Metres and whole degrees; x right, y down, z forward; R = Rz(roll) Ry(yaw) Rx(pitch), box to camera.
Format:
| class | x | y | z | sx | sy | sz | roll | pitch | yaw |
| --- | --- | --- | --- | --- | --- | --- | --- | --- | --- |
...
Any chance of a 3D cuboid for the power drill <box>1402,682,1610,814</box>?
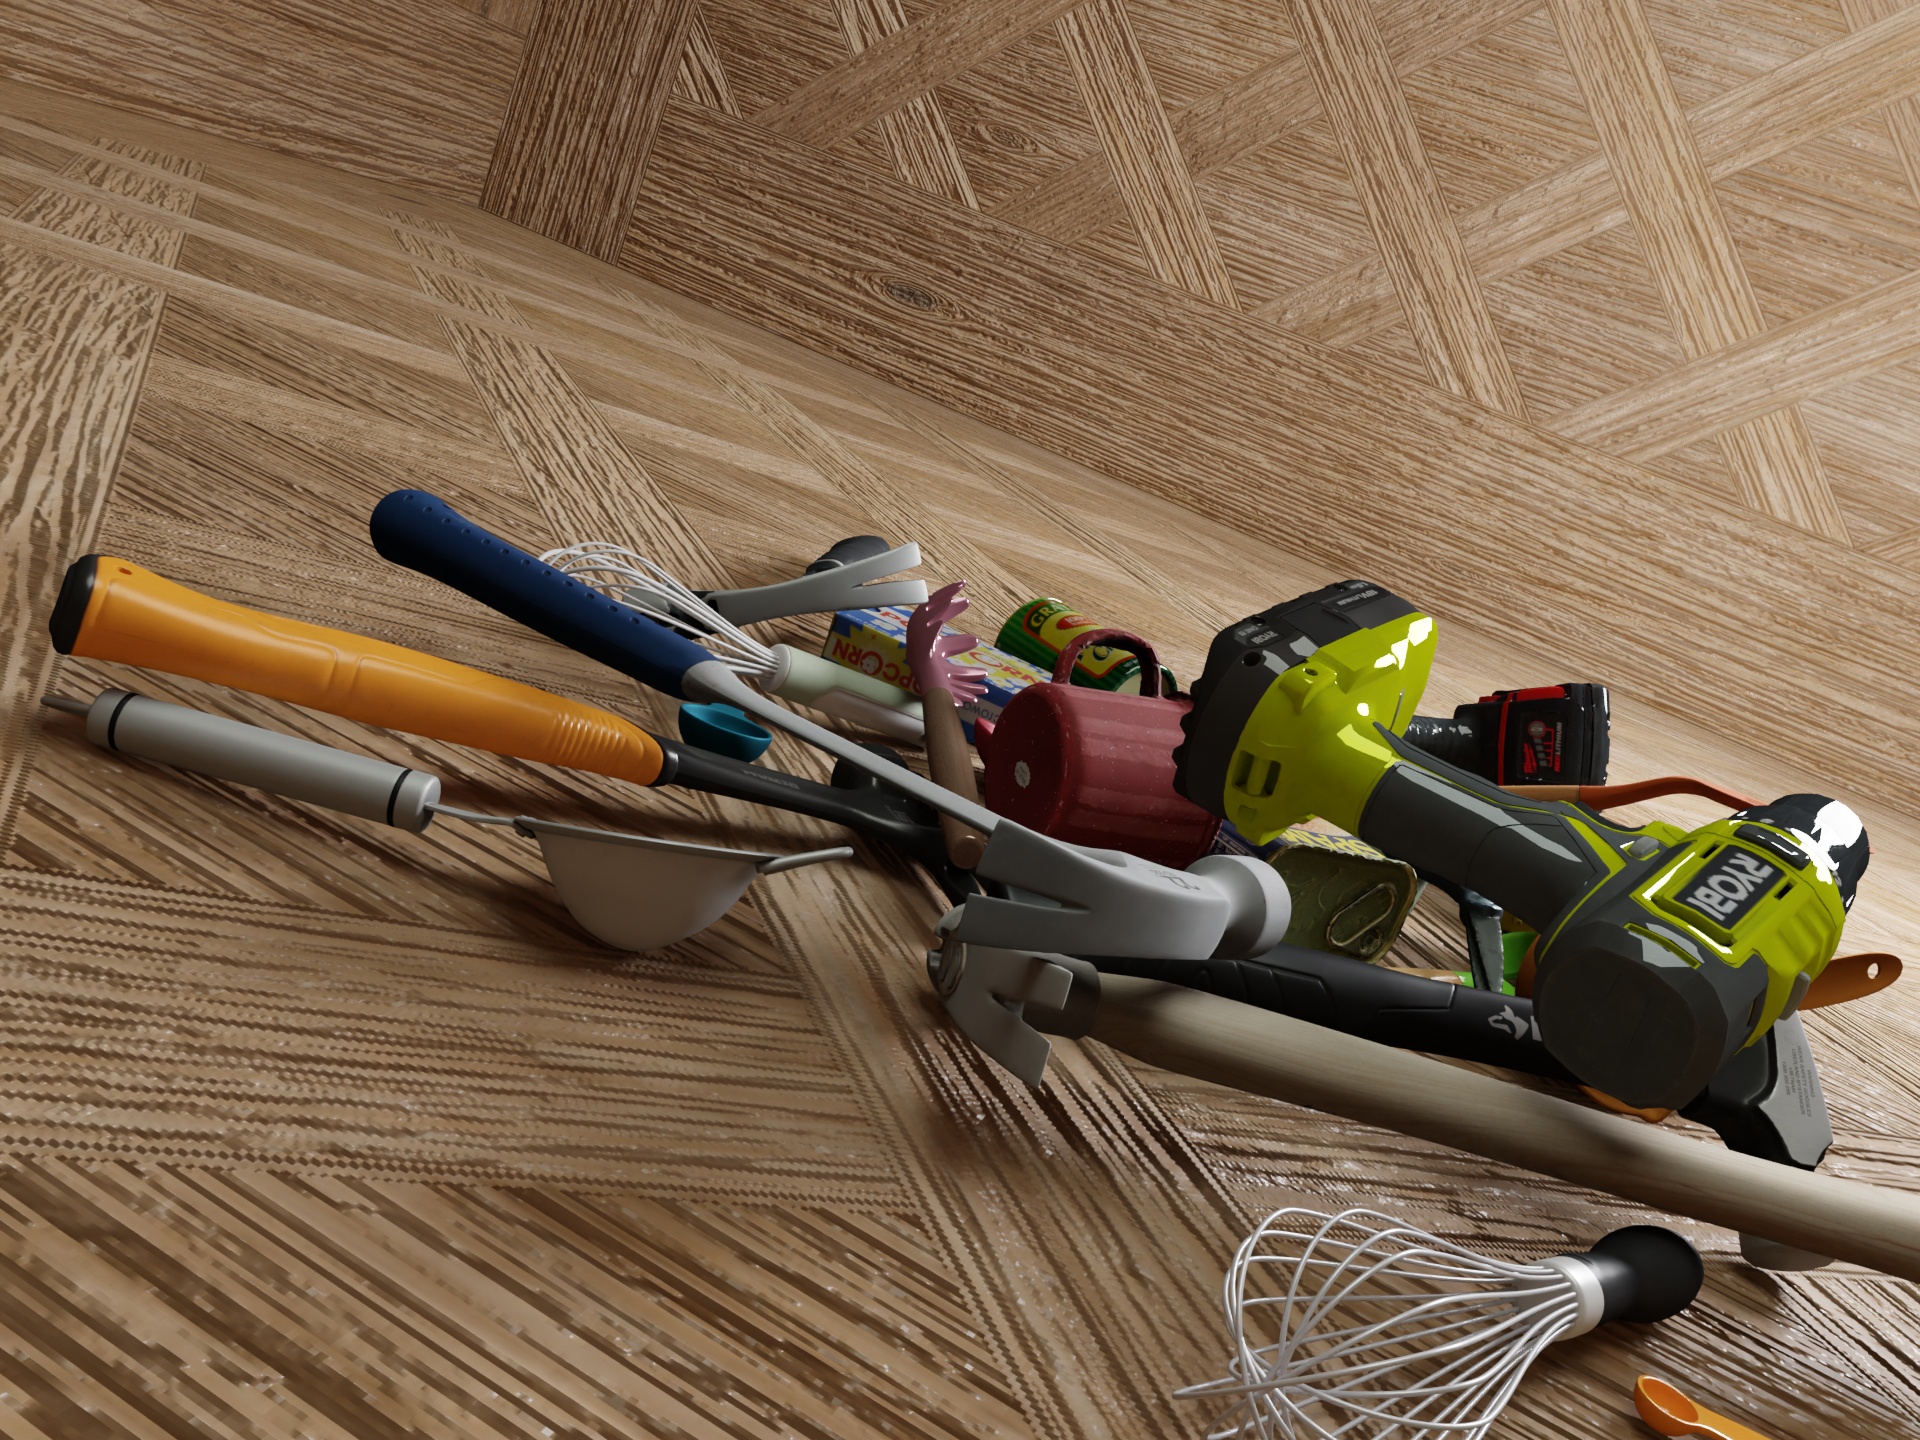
| class | x | y | z | sx | sy | sz | roll | pitch | yaw |
| --- | --- | --- | --- | --- | --- | --- | --- | --- | --- |
| power drill | 0.269 | 0.010 | 0.955 | 0.226 | 0.080 | 0.188 | 4 | -2 | -6 |

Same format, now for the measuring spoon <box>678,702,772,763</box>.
| class | x | y | z | sx | sy | sz | roll | pitch | yaw |
| --- | --- | --- | --- | --- | --- | --- | --- | --- | --- |
| measuring spoon | -0.111 | 0.002 | 0.731 | 0.042 | 0.021 | 0.129 | 19 | 6 | -11 |

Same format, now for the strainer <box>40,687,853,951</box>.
| class | x | y | z | sx | sy | sz | roll | pitch | yaw |
| --- | --- | --- | --- | --- | --- | --- | --- | --- | --- |
| strainer | -0.165 | 0.030 | 0.502 | 0.258 | 0.050 | 0.087 | 16 | -7 | 0 |

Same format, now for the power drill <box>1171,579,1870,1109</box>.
| class | x | y | z | sx | sy | sz | roll | pitch | yaw |
| --- | --- | --- | --- | --- | --- | --- | --- | --- | --- |
| power drill | 0.215 | 0.032 | 0.603 | 0.229 | 0.080 | 0.190 | 34 | 38 | 33 |

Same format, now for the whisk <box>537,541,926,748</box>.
| class | x | y | z | sx | sy | sz | roll | pitch | yaw |
| --- | --- | --- | --- | --- | --- | --- | --- | --- | --- |
| whisk | -0.095 | -0.027 | 0.759 | 0.246 | 0.057 | 0.059 | 21 | 38 | -39 |

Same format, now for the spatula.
| class | x | y | z | sx | sy | sz | roll | pitch | yaw |
| --- | --- | --- | --- | --- | --- | --- | --- | --- | --- |
| spatula | 0.312 | 0.053 | 0.867 | 0.323 | 0.041 | 0.081 | -3 | -1 | 27 |

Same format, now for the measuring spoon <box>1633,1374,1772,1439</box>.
| class | x | y | z | sx | sy | sz | roll | pitch | yaw |
| --- | --- | --- | --- | --- | --- | --- | --- | --- | --- |
| measuring spoon | 0.247 | 0.224 | 0.457 | 0.117 | 0.011 | 0.021 | 28 | 15 | 8 |

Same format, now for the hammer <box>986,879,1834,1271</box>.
| class | x | y | z | sx | sy | sz | roll | pitch | yaw |
| --- | --- | --- | --- | --- | --- | --- | --- | --- | --- |
| hammer | 0.171 | 0.106 | 0.608 | 0.334 | 0.035 | 0.146 | 13 | 59 | -8 |

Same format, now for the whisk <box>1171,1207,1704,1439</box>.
| class | x | y | z | sx | sy | sz | roll | pitch | yaw |
| --- | --- | --- | --- | --- | --- | --- | --- | --- | --- |
| whisk | 0.155 | 0.165 | 0.444 | 0.284 | 0.070 | 0.070 | 13 | 17 | -47 |

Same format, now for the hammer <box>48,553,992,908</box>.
| class | x | y | z | sx | sy | sz | roll | pitch | yaw |
| --- | --- | --- | --- | --- | --- | --- | --- | --- | --- |
| hammer | -0.140 | 0.009 | 0.574 | 0.336 | 0.034 | 0.127 | 17 | 14 | -32 |

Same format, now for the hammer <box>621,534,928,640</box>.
| class | x | y | z | sx | sy | sz | roll | pitch | yaw |
| --- | --- | --- | --- | --- | --- | --- | --- | --- | --- |
| hammer | -0.080 | -0.090 | 0.968 | 0.149 | 0.036 | 0.409 | -9 | 9 | 6 |

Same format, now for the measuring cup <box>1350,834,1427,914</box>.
| class | x | y | z | sx | sy | sz | roll | pitch | yaw |
| --- | --- | --- | --- | --- | --- | --- | --- | --- | --- |
| measuring cup | 0.249 | 0.097 | 0.849 | 0.167 | 0.038 | 0.083 | 22 | 15 | -5 |

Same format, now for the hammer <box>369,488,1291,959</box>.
| class | x | y | z | sx | sy | sz | roll | pitch | yaw |
| --- | --- | --- | --- | --- | --- | --- | --- | --- | --- |
| hammer | -0.086 | -0.012 | 0.565 | 0.406 | 0.035 | 0.144 | 25 | 8 | 33 |

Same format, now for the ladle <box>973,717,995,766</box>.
| class | x | y | z | sx | sy | sz | roll | pitch | yaw |
| --- | --- | --- | --- | --- | --- | --- | --- | --- | --- |
| ladle | 0.137 | 0.052 | 0.869 | 0.315 | 0.031 | 0.069 | 15 | 18 | -30 |

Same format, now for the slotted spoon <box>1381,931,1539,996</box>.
| class | x | y | z | sx | sy | sz | roll | pitch | yaw |
| --- | --- | --- | --- | --- | --- | --- | --- | --- | --- |
| slotted spoon | 0.205 | 0.121 | 0.724 | 0.313 | 0.031 | 0.070 | 7 | 25 | -39 |

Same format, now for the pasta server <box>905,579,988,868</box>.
| class | x | y | z | sx | sy | sz | roll | pitch | yaw |
| --- | --- | --- | --- | --- | --- | --- | --- | --- | --- |
| pasta server | -0.001 | -0.002 | 0.717 | 0.040 | 0.060 | 0.316 | -14 | 18 | 0 |

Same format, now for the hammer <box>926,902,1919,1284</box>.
| class | x | y | z | sx | sy | sz | roll | pitch | yaw |
| --- | --- | --- | --- | --- | --- | --- | --- | --- | --- |
| hammer | 0.192 | 0.136 | 0.512 | 0.410 | 0.038 | 0.146 | 17 | -2 | -7 |

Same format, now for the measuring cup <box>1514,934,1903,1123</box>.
| class | x | y | z | sx | sy | sz | roll | pitch | yaw |
| --- | --- | --- | --- | --- | --- | --- | --- | --- | --- |
| measuring cup | 0.333 | 0.119 | 0.715 | 0.173 | 0.095 | 0.052 | -8 | 8 | -12 |
